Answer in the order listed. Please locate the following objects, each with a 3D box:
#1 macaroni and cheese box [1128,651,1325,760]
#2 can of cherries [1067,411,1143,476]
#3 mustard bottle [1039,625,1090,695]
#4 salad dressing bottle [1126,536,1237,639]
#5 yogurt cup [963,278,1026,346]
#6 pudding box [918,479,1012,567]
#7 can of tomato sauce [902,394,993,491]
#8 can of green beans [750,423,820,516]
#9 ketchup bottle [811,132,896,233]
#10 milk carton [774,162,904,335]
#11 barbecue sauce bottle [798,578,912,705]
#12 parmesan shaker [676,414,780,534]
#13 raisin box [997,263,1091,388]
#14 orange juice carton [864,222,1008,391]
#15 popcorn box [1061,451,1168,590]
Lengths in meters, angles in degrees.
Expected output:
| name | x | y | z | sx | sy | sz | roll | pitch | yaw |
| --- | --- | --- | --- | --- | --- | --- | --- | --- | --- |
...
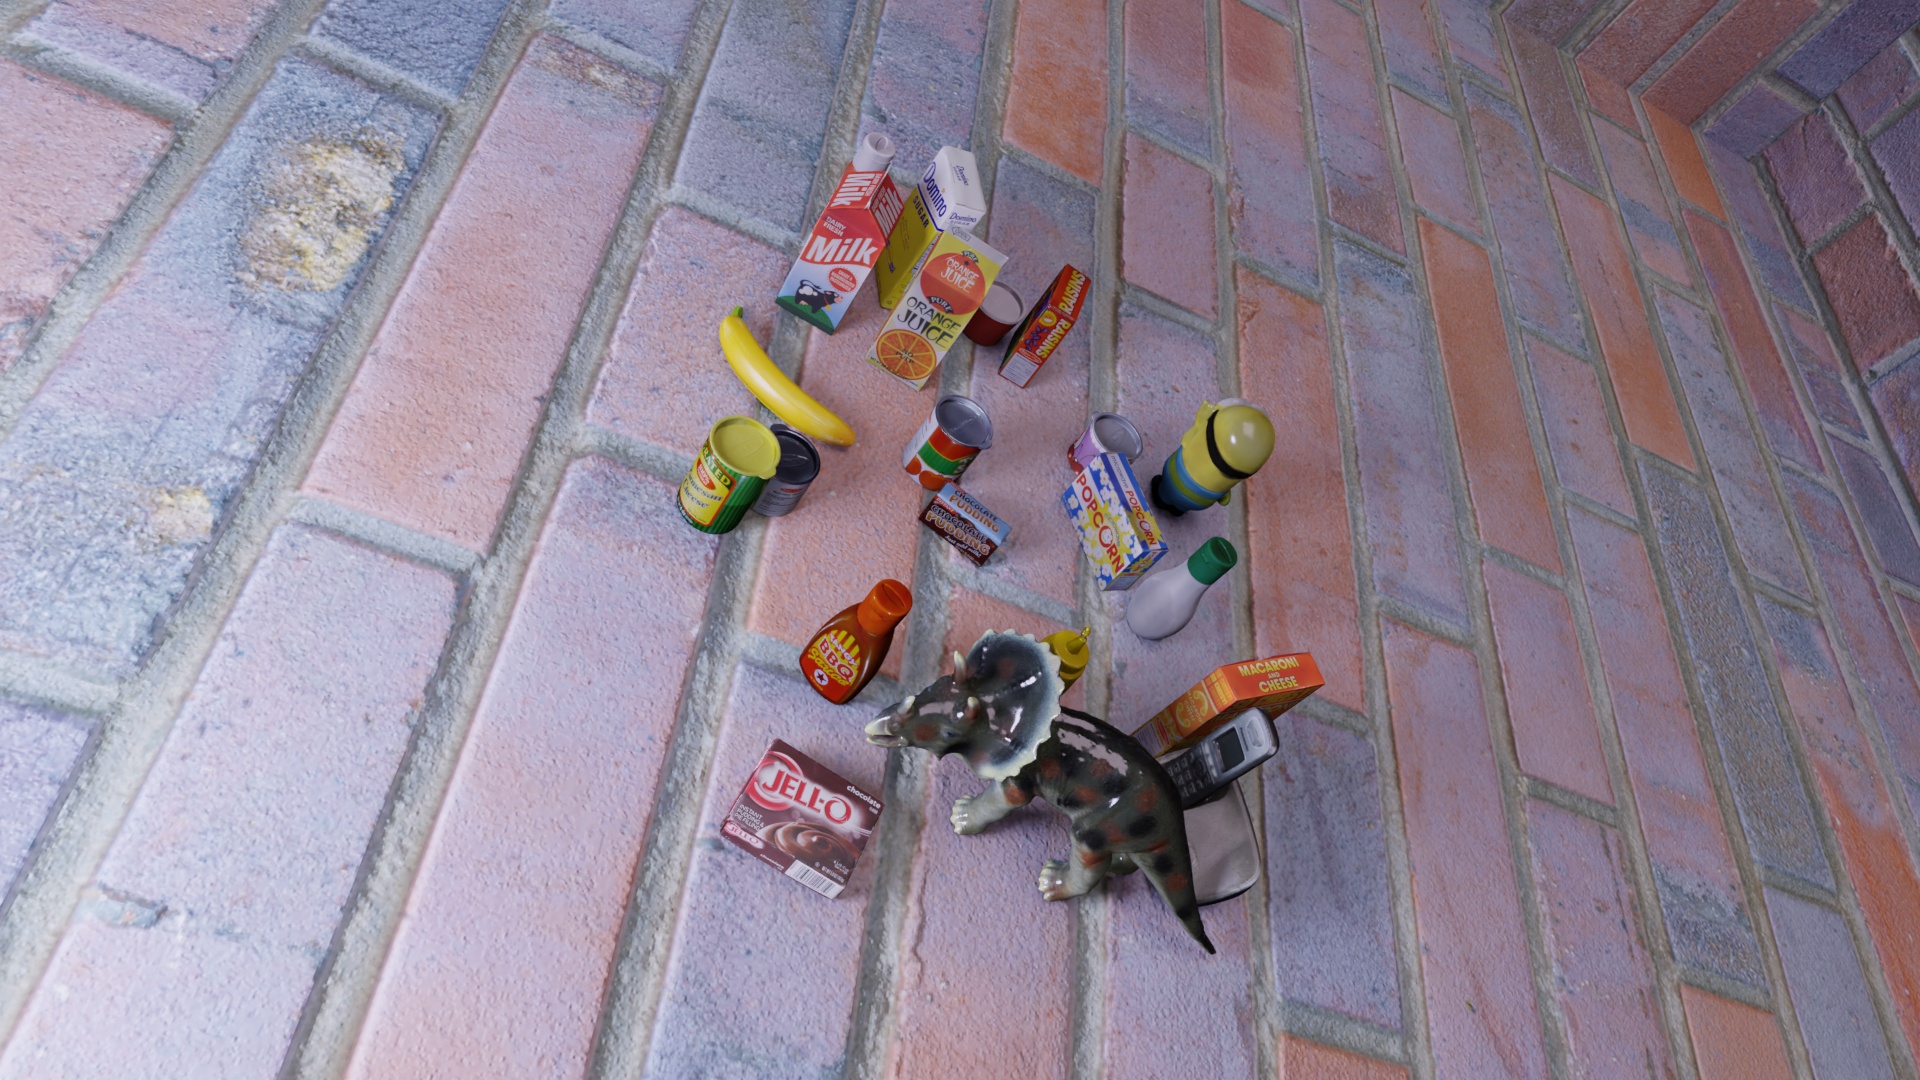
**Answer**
| name | x | y | z | sx | sy | sz | roll | pitch | yaw |
| --- | --- | --- | --- | --- | --- | --- | --- | --- | --- |
| macaroni and cheese box | 0.254 | 0.167 | 1.353 | 0.124 | 0.165 | 0.040 | -5 | 61 | -34 |
| can of cherries | 0.162 | -0.104 | 1.571 | 0.071 | 0.058 | 0.072 | 17 | 50 | -21 |
| mustard bottle | 0.077 | 0.123 | 1.279 | 0.065 | 0.159 | 0.049 | -18 | 69 | -39 |
| salad dressing bottle | 0.229 | 0.049 | 1.438 | 0.044 | 0.147 | 0.064 | -8 | 62 | -36 |
| yogurt cup | 0.034 | -0.263 | 1.612 | 0.072 | 0.053 | 0.073 | 17 | 50 | -21 |
| pudding box | 0.005 | -0.018 | 1.415 | 0.084 | 0.049 | 0.030 | 38 | 46 | -2 |
| can of tomato sauce | -0.013 | -0.099 | 1.441 | 0.071 | 0.082 | 0.071 | 17 | 50 | -21 |
| can of green beans | -0.175 | -0.065 | 1.332 | 0.071 | 0.057 | 0.071 | 17 | 50 | -21 |
| ketchup bottle | -0.117 | -0.387 | 1.544 | 0.043 | 0.148 | 0.065 | 30 | 47 | -10 |
| milk carton | -0.120 | -0.312 | 1.457 | 0.073 | 0.189 | 0.073 | 29 | 47 | -11 |
| barbecue sauce bottle | -0.088 | 0.085 | 1.212 | 0.065 | 0.147 | 0.044 | 49 | 46 | 8 |
| parmesan shaker | -0.212 | -0.056 | 1.271 | 0.071 | 0.102 | 0.071 | 17 | 50 | -21 |
| raisin box | 0.096 | -0.245 | 1.589 | 0.040 | 0.122 | 0.086 | 31 | 47 | -9 |
| orange juice carton | -0.023 | -0.254 | 1.474 | 0.072 | 0.191 | 0.073 | 30 | 47 | -10 |
| popcorn box | 0.164 | -0.021 | 1.492 | 0.038 | 0.084 | 0.127 | -3 | 60 | -34 |
